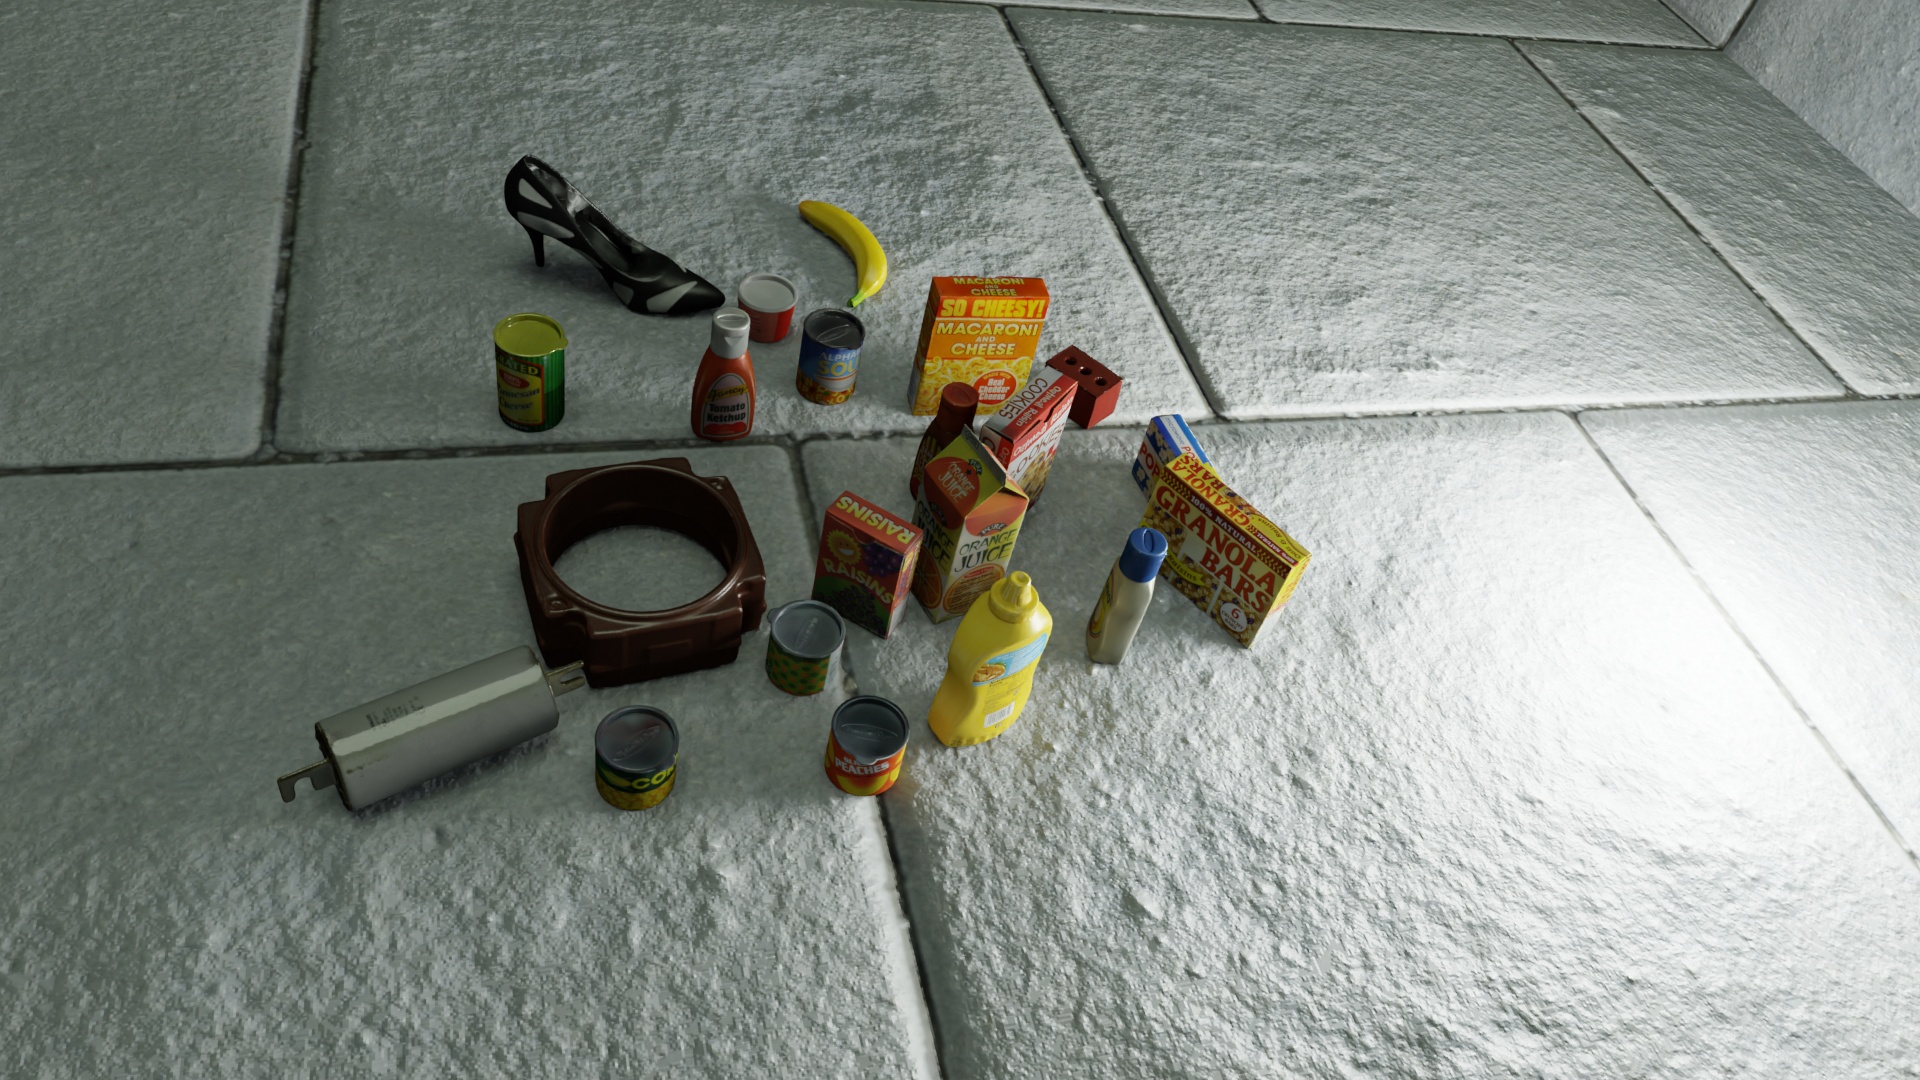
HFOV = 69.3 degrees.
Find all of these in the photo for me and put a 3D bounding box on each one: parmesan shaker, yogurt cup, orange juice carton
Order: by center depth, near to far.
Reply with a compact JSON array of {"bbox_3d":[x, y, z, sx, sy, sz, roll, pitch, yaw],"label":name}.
[{"bbox_3d":[0.005,-0.016,1.290,0.073,0.191,0.072,-18,54,-28],"label":"orange juice carton"},{"bbox_3d":[-0.425,-0.165,1.381,0.071,0.102,0.072,8,46,-8],"label":"parmesan shaker"},{"bbox_3d":[-0.219,-0.259,1.560,0.072,0.053,0.073,8,46,-8],"label":"yogurt cup"}]

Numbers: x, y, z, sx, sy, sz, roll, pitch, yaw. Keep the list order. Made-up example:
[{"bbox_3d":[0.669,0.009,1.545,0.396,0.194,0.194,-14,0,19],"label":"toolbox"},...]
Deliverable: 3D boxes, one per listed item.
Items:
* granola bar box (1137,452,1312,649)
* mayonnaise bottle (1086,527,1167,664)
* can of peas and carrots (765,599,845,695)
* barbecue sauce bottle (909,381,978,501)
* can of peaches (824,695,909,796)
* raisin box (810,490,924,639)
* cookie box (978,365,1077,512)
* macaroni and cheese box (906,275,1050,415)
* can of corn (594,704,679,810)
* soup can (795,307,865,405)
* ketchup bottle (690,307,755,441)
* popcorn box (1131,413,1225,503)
[{"bbox_3d":[0.254,0.011,1.379,0.039,0.123,0.166,-29,60,-35],"label":"granola bar box"},{"bbox_3d":[0.155,0.050,1.298,0.041,0.147,0.065,9,46,-6],"label":"mayonnaise bottle"},{"bbox_3d":[-0.141,0.095,1.239,0.071,0.058,0.071,8,46,-8],"label":"can of peas and carrots"},{"bbox_3d":[-0.013,-0.092,1.389,0.044,0.147,0.065,-23,57,-32],"label":"barbecue sauce bottle"},{"bbox_3d":[-0.081,0.176,1.178,0.071,0.057,0.071,8,46,-8],"label":"can of peaches"},{"bbox_3d":[-0.087,0.023,1.276,0.086,0.122,0.040,29,47,13],"label":"raisin box"},{"bbox_3d":[0.054,-0.076,1.377,0.040,0.166,0.123,31,47,15],"label":"cookie box"},{"bbox_3d":[0.017,-0.208,1.495,0.124,0.165,0.040,-2,48,-17],"label":"macaroni and cheese box"},{"bbox_3d":[-0.261,0.178,1.128,0.071,0.058,0.071,8,46,-8],"label":"can of corn"},{"bbox_3d":[-0.140,-0.196,1.500,0.071,0.083,0.072,8,46,-8],"label":"soup can"},{"bbox_3d":[-0.237,-0.167,1.401,0.065,0.148,0.044,-5,49,-19],"label":"ketchup bottle"},{"bbox_3d":[0.231,-0.061,1.468,0.038,0.084,0.127,-8,50,-21],"label":"popcorn box"}]
